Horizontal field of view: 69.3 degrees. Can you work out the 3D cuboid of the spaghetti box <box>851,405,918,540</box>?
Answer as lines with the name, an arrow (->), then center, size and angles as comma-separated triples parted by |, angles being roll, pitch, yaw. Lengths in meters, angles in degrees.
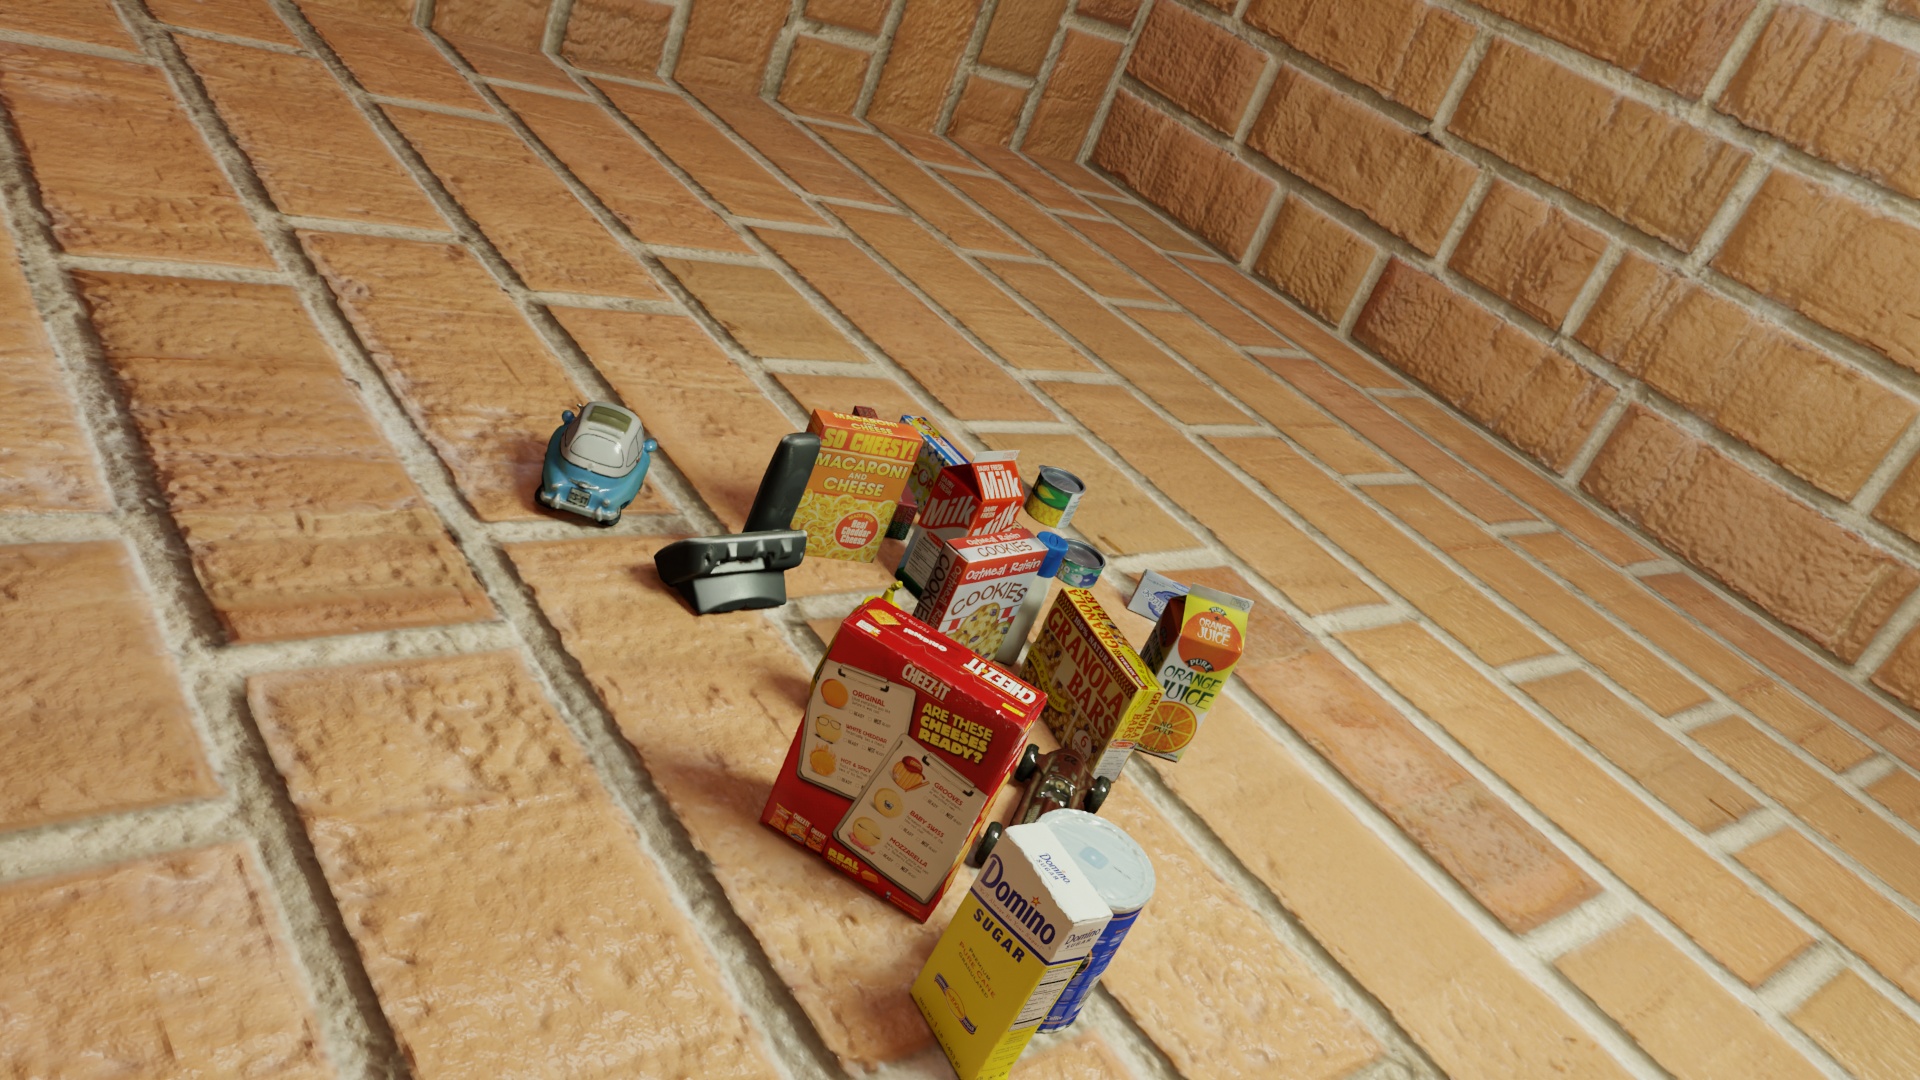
spaghetti box -> -0.102, -0.090, 1.738 | 0.029, 0.050, 0.251 | 11, 29, -25

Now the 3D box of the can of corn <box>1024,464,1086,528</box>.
can of corn -> 0.124, -0.059, 1.859 | 0.071, 0.058, 0.071 | 19, 27, -10

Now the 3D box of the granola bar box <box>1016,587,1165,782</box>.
granola bar box -> 0.129, 0.145, 1.415 | 0.039, 0.123, 0.166 | 6, 32, -33

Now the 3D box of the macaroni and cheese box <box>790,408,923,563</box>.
macaroni and cheese box -> -0.129, -0.058, 1.530 | 0.124, 0.165, 0.040 | 7, 31, -31

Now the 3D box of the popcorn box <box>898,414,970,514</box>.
popcorn box -> -0.042, -0.089, 1.748 | 0.038, 0.084, 0.127 | -1, 36, -41

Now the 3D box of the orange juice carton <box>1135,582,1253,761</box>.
orange juice carton -> 0.232, 0.130, 1.451 | 0.072, 0.191, 0.073 | 19, 27, -11

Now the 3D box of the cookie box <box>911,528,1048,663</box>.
cookie box -> 0.007, 0.070, 1.405 | 0.123, 0.166, 0.040 | -8, 41, -48

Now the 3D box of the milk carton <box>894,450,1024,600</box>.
milk carton -> 0.006, -0.019, 1.541 | 0.072, 0.189, 0.073 | -7, 40, -47

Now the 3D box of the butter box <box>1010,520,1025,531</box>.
butter box -> 0.035, -0.019, 1.719 | 0.024, 0.053, 0.104 | -4, 38, -44

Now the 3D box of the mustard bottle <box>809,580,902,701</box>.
mustard bottle -> -0.089, 0.100, 1.279 | 0.065, 0.159, 0.049 | 40, 30, 29

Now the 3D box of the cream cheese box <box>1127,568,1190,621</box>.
cream cheese box -> 0.265, 0.081, 1.724 | 0.104, 0.053, 0.024 | 24, 26, -1

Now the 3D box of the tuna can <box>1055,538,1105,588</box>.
tuna can -> 0.144, 0.029, 1.742 | 0.071, 0.032, 0.071 | 19, 27, -10

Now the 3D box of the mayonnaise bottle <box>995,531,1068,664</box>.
mayonnaise bottle -> 0.071, 0.060, 1.498 | 0.041, 0.147, 0.065 | 22, 26, -5
